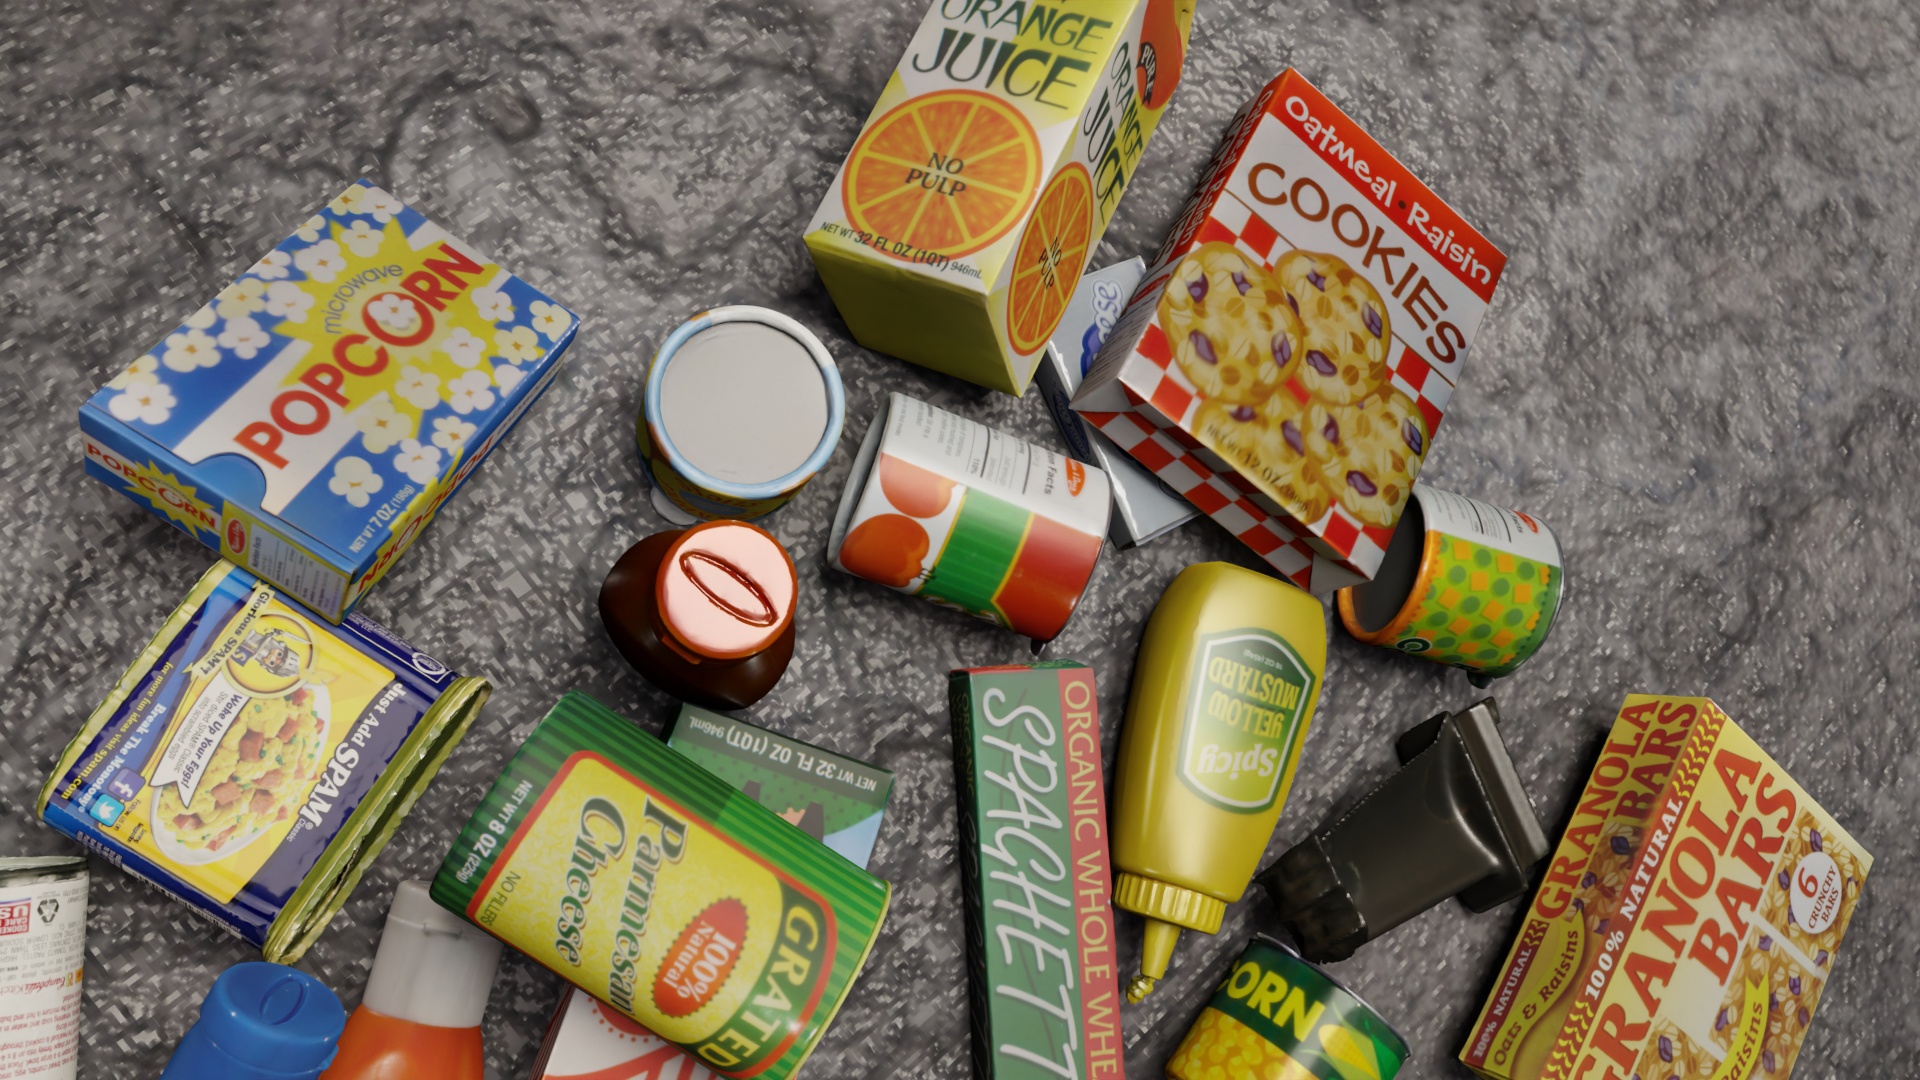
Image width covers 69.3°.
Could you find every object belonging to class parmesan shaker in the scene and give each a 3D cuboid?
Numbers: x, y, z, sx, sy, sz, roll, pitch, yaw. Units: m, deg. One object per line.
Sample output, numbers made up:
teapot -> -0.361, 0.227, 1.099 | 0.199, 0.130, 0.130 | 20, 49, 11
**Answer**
parmesan shaker -> -0.081, 0.097, 0.373 | 0.103, 0.071, 0.071 | 33, 74, -4

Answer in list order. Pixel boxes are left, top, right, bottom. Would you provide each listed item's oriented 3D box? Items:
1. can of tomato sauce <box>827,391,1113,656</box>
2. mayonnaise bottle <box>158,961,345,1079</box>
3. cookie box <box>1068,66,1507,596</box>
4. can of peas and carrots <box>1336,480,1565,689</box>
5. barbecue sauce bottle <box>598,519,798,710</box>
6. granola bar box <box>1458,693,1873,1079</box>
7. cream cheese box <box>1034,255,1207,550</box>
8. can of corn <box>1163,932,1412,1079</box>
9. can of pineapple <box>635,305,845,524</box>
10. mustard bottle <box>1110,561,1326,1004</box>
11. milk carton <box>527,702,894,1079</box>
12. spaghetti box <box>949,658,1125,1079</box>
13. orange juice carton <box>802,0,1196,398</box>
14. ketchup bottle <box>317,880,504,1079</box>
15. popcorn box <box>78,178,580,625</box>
can of tomato sauce -> 0.002, -0.006, 0.491 | 0.083, 0.071, 0.071 | 20, 77, -11
mayonnaise bottle -> -0.222, 0.188, 0.381 | 0.041, 0.065, 0.148 | 30, 91, -12
cookie box -> 0.131, -0.082, 0.535 | 0.123, 0.040, 0.168 | 36, 64, -13
can of peas and carrots -> 0.187, 0.017, 0.538 | 0.059, 0.071, 0.071 | 15, 78, -12
barbecue sauce bottle -> -0.078, 0.023, 0.420 | 0.065, 0.148, 0.044 | 38, 75, -7
granola bar box -> 0.279, 0.162, 0.543 | 0.124, 0.039, 0.166 | 38, 73, -19
cream cheese box -> 0.065, -0.054, 0.537 | 0.053, 0.024, 0.104 | -24, 88, -17
can of corn -> 0.113, 0.183, 0.489 | 0.071, 0.071, 0.058 | 41, 74, -6
can of pineapple -> -0.077, -0.040, 0.477 | 0.071, 0.057, 0.071 | 2, 81, -15
mustard bottle -> 0.088, 0.090, 0.507 | 0.065, 0.048, 0.160 | 19, 77, -13
milk carton -> -0.090, 0.152, 0.435 | 0.072, 0.073, 0.191 | 21, 77, -11
spaghetti box -> 0.029, 0.167, 0.489 | 0.050, 0.028, 0.250 | -1, 82, -16
orange juice carton -> 0.025, -0.158, 0.506 | 0.072, 0.073, 0.193 | 21, 74, 19
ketchup bottle -> -0.175, 0.181, 0.422 | 0.065, 0.043, 0.149 | 16, 77, -12
popcorn box -> -0.190, -0.047, 0.433 | 0.085, 0.038, 0.127 | 34, 48, -9
